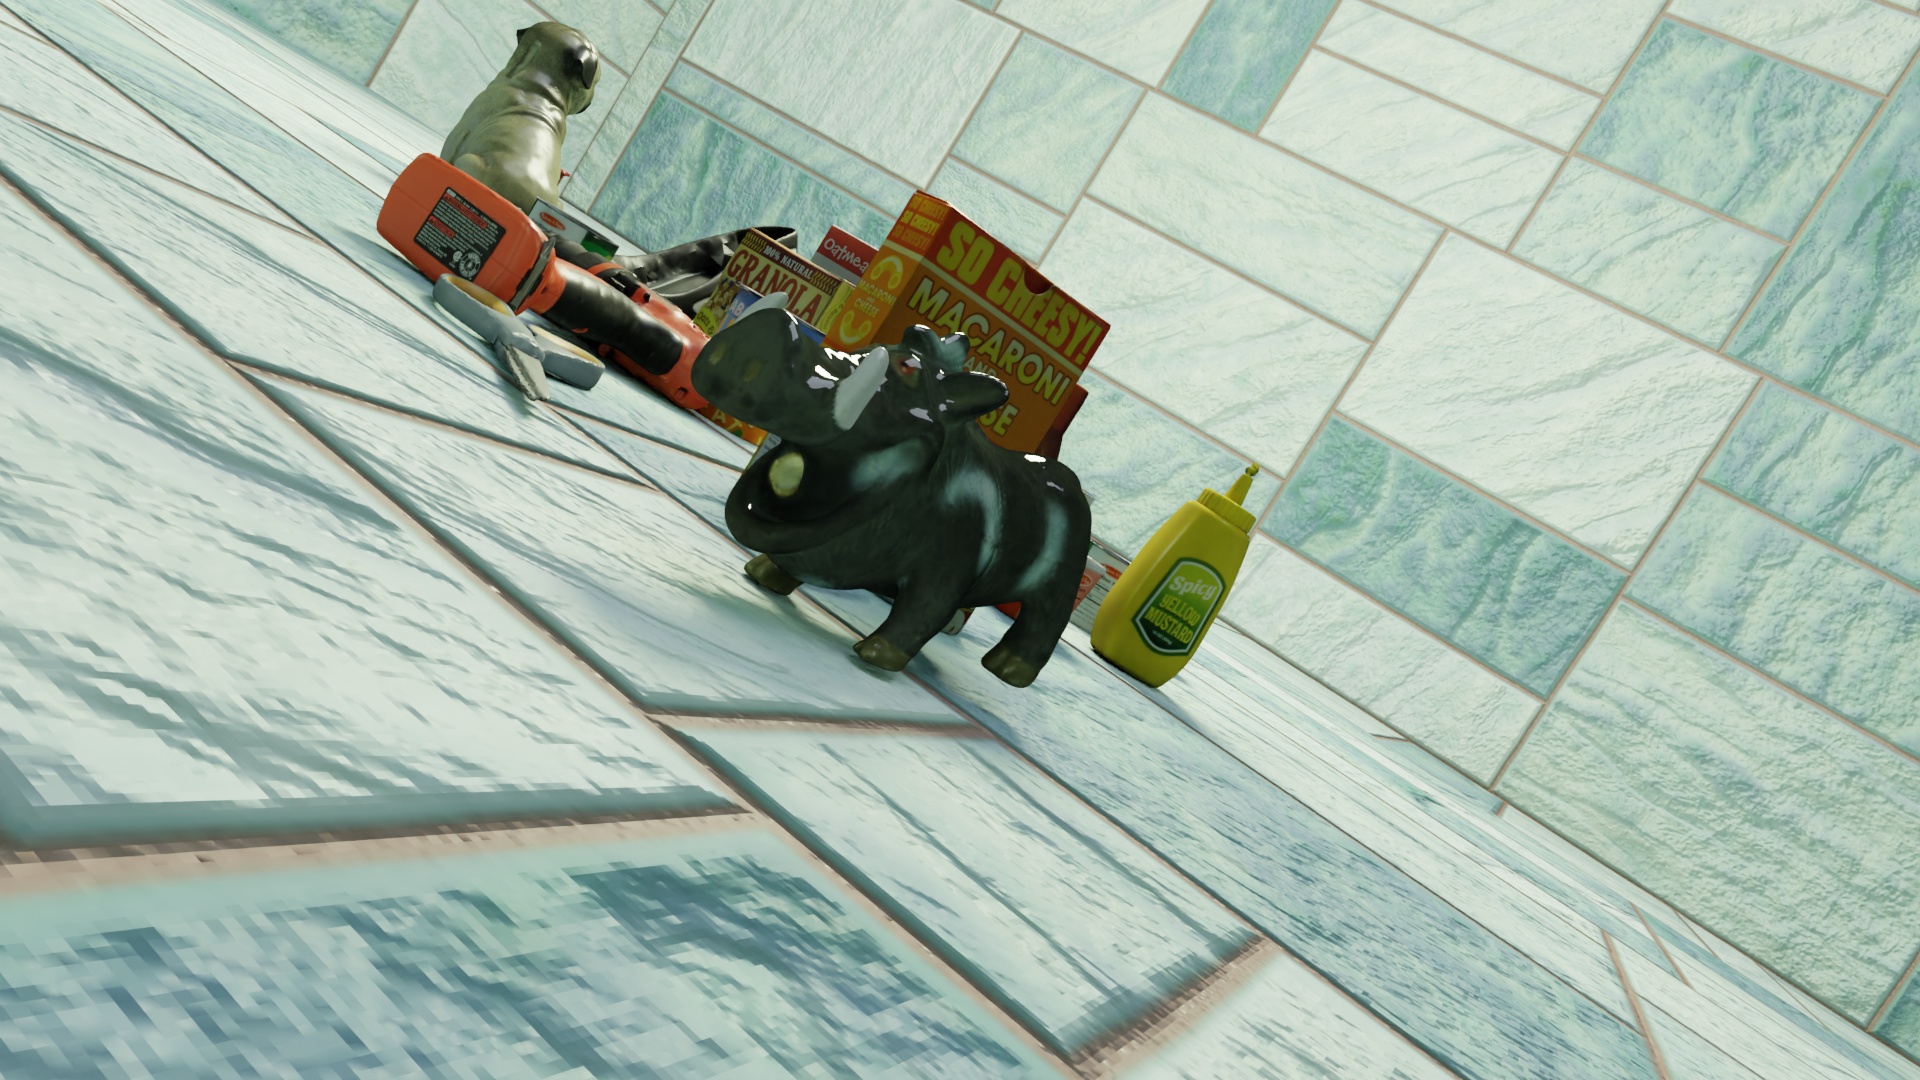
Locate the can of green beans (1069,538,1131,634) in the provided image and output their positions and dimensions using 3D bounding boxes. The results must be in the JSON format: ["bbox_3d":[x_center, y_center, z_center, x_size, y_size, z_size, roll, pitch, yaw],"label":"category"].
[{"bbox_3d":[0.101,0.035,1.021,0.071,0.058,0.071,32,4,-3],"label":"can of green beans"}]

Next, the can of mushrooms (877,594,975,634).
[{"bbox_3d":[-0.019,0.013,0.640,0.071,0.033,0.071,32,5,-3],"label":"can of mushrooms"}]

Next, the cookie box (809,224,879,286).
[{"bbox_3d":[-0.103,-0.172,1.196,0.123,0.167,0.040,34,5,30],"label":"cookie box"}]

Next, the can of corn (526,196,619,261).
[{"bbox_3d":[-0.289,-0.205,1.006,0.071,0.058,0.071,32,4,-3],"label":"can of corn"}]

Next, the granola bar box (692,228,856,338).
[{"bbox_3d":[-0.149,-0.165,1.083,0.039,0.124,0.166,28,6,-41],"label":"granola bar box"}]

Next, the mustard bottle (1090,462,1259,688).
[{"bbox_3d":[0.148,0.016,0.902,0.065,0.160,0.049,31,4,-19],"label":"mustard bottle"}]

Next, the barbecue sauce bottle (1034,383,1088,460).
[{"bbox_3d":[0.041,-0.056,1.026,0.065,0.148,0.043,34,4,23],"label":"barbecue sauce bottle"}]

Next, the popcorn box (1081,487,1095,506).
[{"bbox_3d":[0.035,-0.034,1.146,0.126,0.085,0.038,31,4,-10],"label":"popcorn box"}]

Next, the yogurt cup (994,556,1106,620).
[{"bbox_3d":[0.046,0.022,0.836,0.072,0.054,0.072,32,5,-3],"label":"yogurt cup"}]

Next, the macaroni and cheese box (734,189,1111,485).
[{"bbox_3d":[-0.014,-0.067,0.684,0.123,0.166,0.040,28,6,-41],"label":"macaroni and cheese box"}]

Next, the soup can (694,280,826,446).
[{"bbox_3d":[-0.134,-0.113,0.890,0.071,0.083,0.071,32,4,-3],"label":"soup can"}]
